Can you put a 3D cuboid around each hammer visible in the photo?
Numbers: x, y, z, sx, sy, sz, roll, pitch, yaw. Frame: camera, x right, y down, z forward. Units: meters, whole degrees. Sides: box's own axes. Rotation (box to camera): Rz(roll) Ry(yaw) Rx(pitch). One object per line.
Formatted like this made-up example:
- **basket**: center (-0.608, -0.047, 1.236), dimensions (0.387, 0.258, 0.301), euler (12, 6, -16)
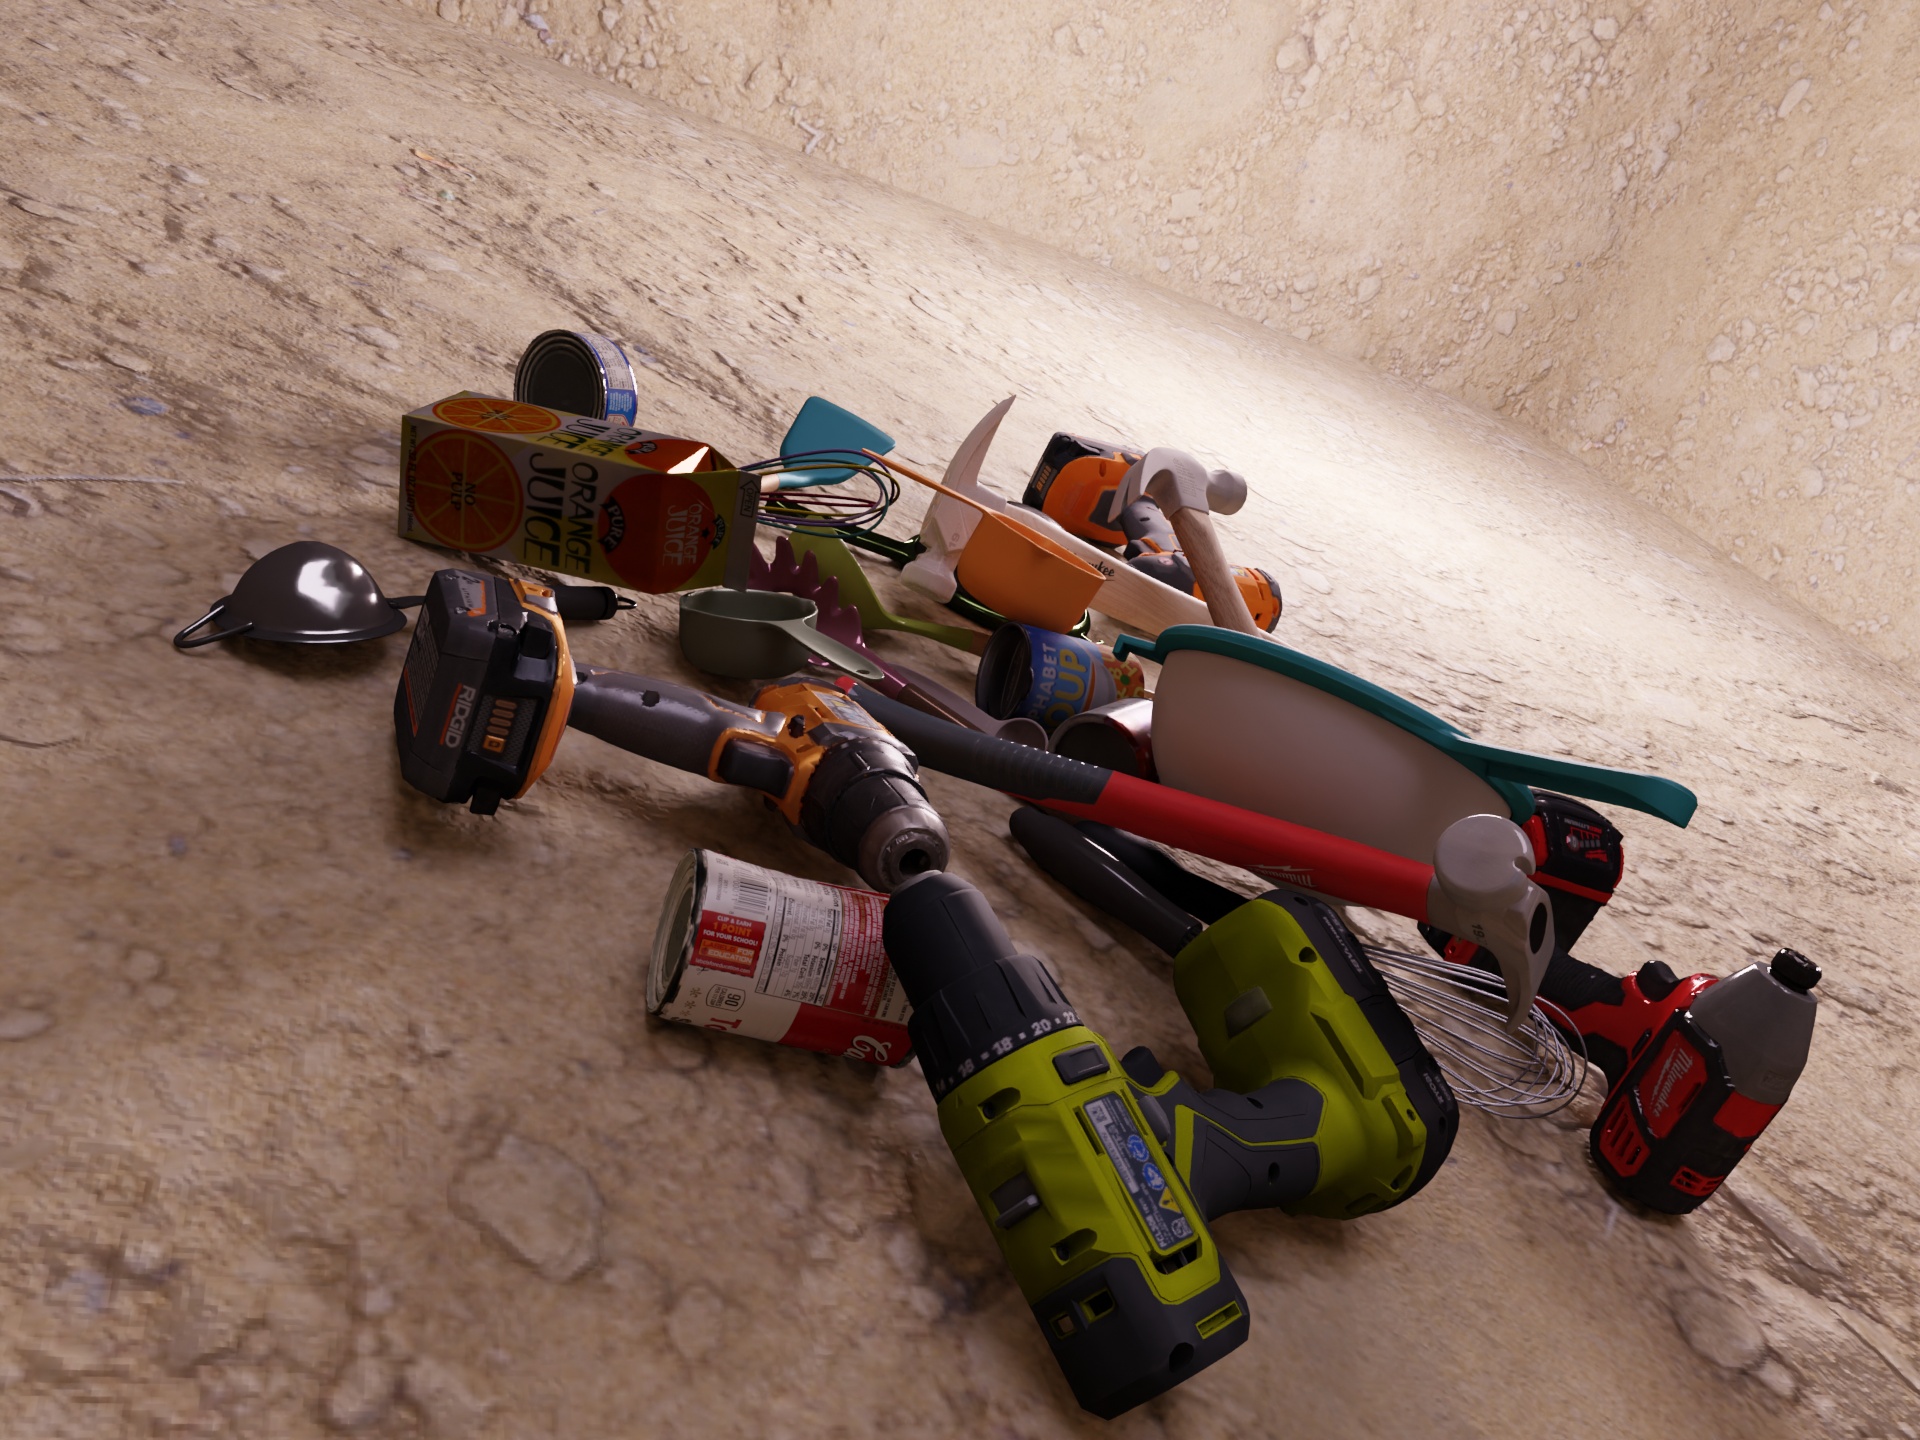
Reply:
- **hammer**: center (0.182, -0.040, 1.012), dimensions (0.130, 0.031, 0.332), euler (8, 53, -39)
- **hammer**: center (0.088, 0.049, 0.770), dimensions (0.386, 0.038, 0.143), euler (16, -26, 33)
- **hammer**: center (0.168, -0.075, 1.115), dimensions (0.410, 0.146, 0.038), euler (25, -2, -15)

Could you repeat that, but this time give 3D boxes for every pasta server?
- **pasta server**: center (-0.012, -0.004, 0.910), dimensions (0.316, 0.060, 0.040), euler (35, -19, 18)

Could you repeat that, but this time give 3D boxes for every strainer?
- **strainer**: center (-0.010, -0.136, 1.141), dimensions (0.256, 0.069, 0.152), euler (17, 25, -19)
- **strainer**: center (0.202, 0.046, 0.769), dimensions (0.210, 0.095, 0.340), euler (30, -5, -21)
- **strainer**: center (-0.263, -0.062, 0.797), dimensions (0.087, 0.050, 0.258), euler (23, 16, 34)

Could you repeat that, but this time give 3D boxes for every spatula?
- **spatula**: center (-0.145, -0.177, 1.133), dimensions (0.082, 0.044, 0.317), euler (31, 26, 9)

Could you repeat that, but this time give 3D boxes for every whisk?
- **whisk**: center (0.180, 0.121, 0.818), dimensions (0.285, 0.070, 0.070), euler (26, 23, 17)
- **whisk**: center (0.110, 0.109, 0.787), dimensions (0.239, 0.055, 0.055), euler (35, 26, 32)
- **whisk**: center (-0.158, -0.132, 0.947), dimensions (0.245, 0.051, 0.047), euler (-1, 2, 1)

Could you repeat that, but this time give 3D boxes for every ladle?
- **ladle**: center (0.033, -0.056, 1.038), dimensions (0.320, 0.062, 0.078), euler (18, 4, -21)

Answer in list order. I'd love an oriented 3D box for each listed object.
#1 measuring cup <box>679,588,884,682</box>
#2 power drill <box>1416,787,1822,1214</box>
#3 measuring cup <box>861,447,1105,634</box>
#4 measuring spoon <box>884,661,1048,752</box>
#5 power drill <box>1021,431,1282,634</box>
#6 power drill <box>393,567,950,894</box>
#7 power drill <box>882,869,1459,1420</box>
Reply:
- **measuring cup**: center (-0.092, -0.033, 0.847), dimensions (0.083, 0.038, 0.168), euler (-6, 23, -37)
- **power drill**: center (0.347, 0.133, 0.837), dimensions (0.078, 0.143, 0.220), euler (16, 23, -23)
- **measuring cup**: center (0.004, -0.110, 1.001), dimensions (0.173, 0.052, 0.095), euler (28, 12, 0)
- **measuring spoon**: center (-0.001, -0.003, 0.940), dimensions (0.124, 0.034, 0.018), euler (29, -11, 21)
- **power drill**: center (0.141, -0.148, 1.299), dimensions (0.164, 0.084, 0.227), euler (5, 34, -36)
- **power drill**: center (-0.120, 0.012, 0.692), dimensions (0.226, 0.084, 0.185), euler (15, 11, -26)
- **power drill**: center (0.080, 0.134, 0.612), dimensions (0.228, 0.080, 0.191), euler (-4, 57, -48)
